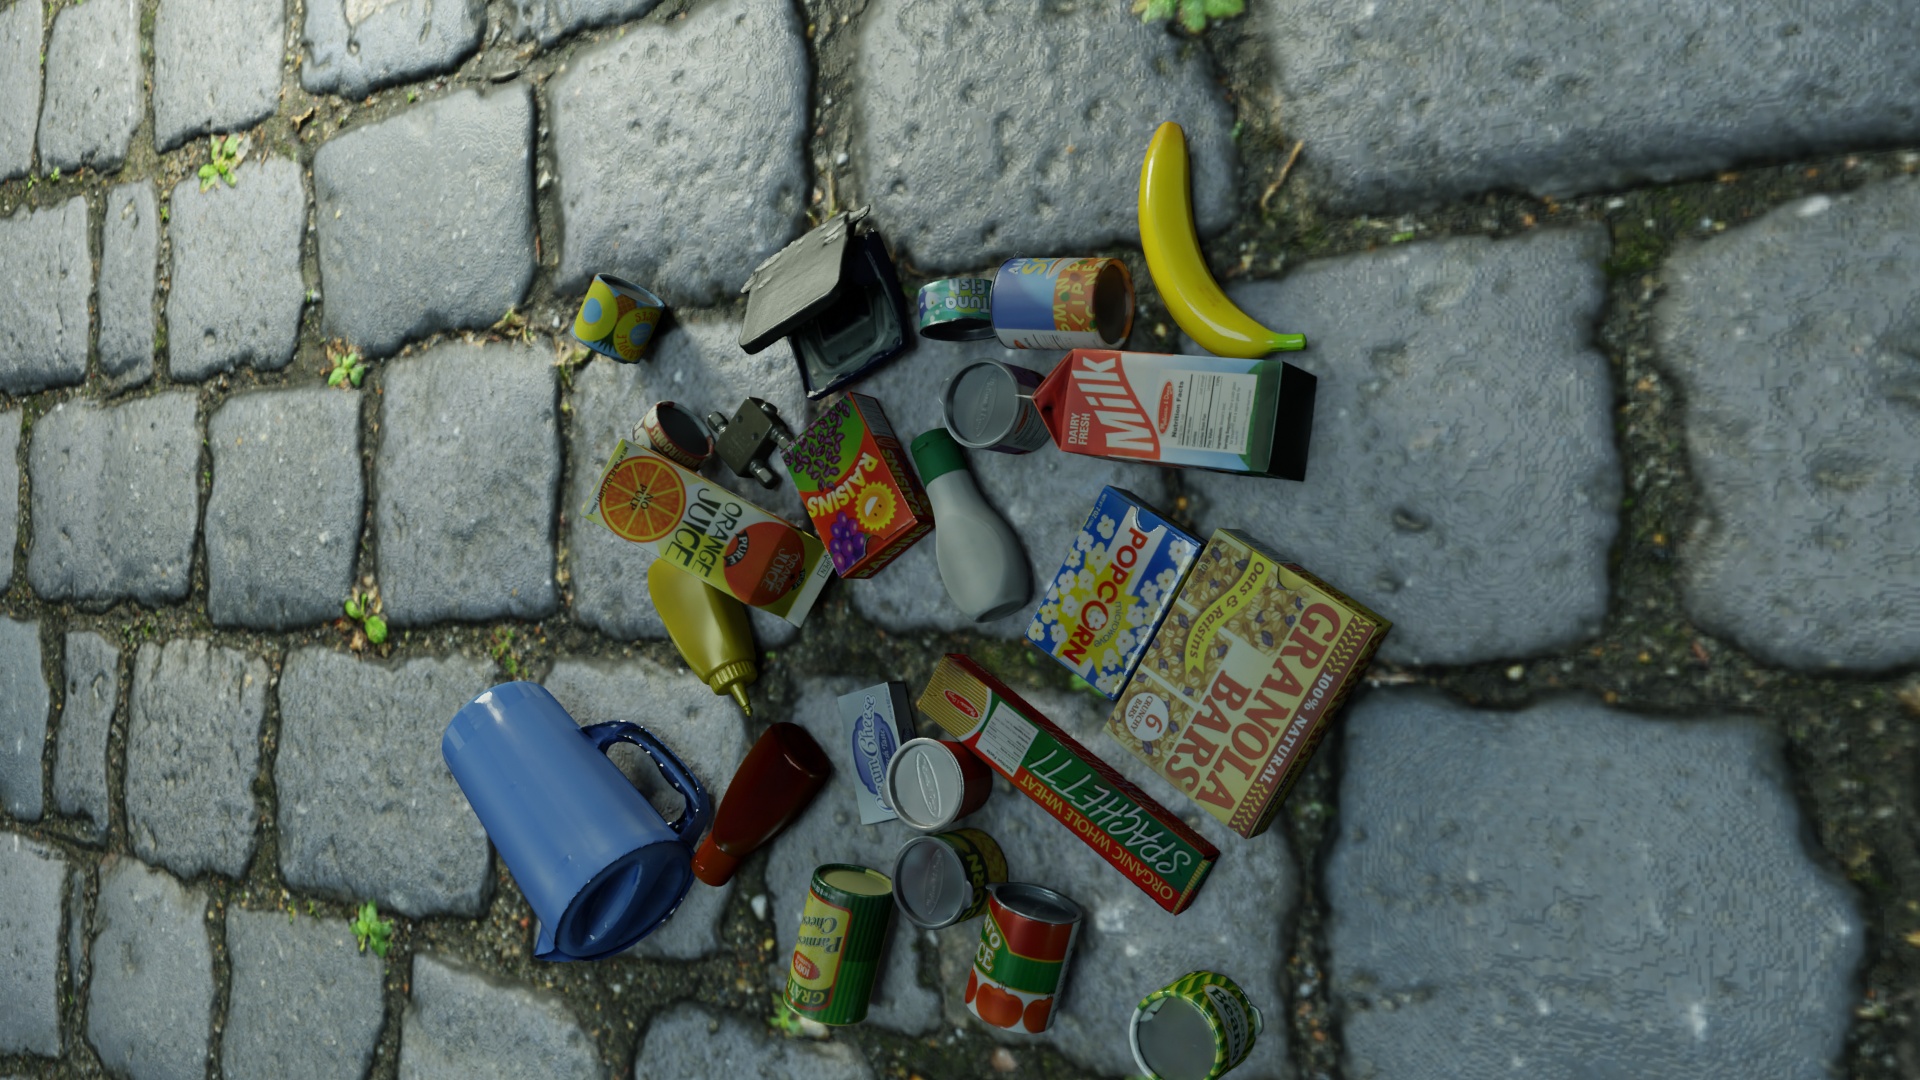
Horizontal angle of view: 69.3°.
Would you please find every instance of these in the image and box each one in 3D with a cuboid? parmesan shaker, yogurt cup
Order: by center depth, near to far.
[{"bbox_3d":[-0.013,0.179,1.029,0.072,0.054,0.072,-2,86,33],"label":"yogurt cup"},{"bbox_3d":[-0.094,0.307,1.066,0.071,0.071,0.103,16,96,33],"label":"parmesan shaker"}]

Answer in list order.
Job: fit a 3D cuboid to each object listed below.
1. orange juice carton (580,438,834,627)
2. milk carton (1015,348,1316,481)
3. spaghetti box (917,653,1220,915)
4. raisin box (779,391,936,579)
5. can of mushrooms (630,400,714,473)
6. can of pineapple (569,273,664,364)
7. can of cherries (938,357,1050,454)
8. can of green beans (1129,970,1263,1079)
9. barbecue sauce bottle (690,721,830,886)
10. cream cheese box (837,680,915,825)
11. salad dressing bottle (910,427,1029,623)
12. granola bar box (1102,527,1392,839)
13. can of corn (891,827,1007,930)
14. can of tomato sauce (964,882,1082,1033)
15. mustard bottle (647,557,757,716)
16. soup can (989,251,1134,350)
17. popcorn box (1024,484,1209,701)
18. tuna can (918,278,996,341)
[{"bbox_3d":[-0.196,-0.005,1.116,0.193,0.073,0.072,28,89,2],"label":"orange juice carton"},{"bbox_3d":[0.135,-0.087,0.941,0.190,0.072,0.073,9,92,32],"label":"milk carton"},{"bbox_3d":[0.072,0.168,0.989,0.250,0.029,0.050,36,106,30],"label":"spaghetti box"},{"bbox_3d":[-0.080,-0.042,1.096,0.086,0.040,0.123,-37,69,25],"label":"raisin box"},{"bbox_3d":[-0.245,-0.084,1.187,0.033,0.071,0.071,-39,67,24],"label":"can of mushrooms"},{"bbox_3d":[-0.303,-0.197,1.234,0.071,0.071,0.057,37,106,29],"label":"can of pineapple"},{"bbox_3d":[0.028,-0.099,1.019,0.071,0.058,0.071,-1,87,33],"label":"can of cherries"},{"bbox_3d":[0.152,0.322,0.910,0.071,0.058,0.071,-2,86,33],"label":"can of green beans"},{"bbox_3d":[-0.168,0.220,1.133,0.065,0.044,0.148,47,112,26],"label":"barbecue sauce bottle"},{"bbox_3d":[-0.060,0.165,1.078,0.053,0.024,0.104,-20,76,32],"label":"cream cheese box"},{"bbox_3d":[0.004,-0.013,1.038,0.064,0.044,0.148,-32,69,29],"label":"salad dressing bottle"},{"bbox_3d":[0.185,0.092,0.915,0.124,0.039,0.165,35,106,29],"label":"granola bar box"},{"bbox_3d":[-0.005,0.247,1.017,0.071,0.058,0.071,-2,86,33],"label":"can of corn"},{"bbox_3d":[0.042,0.292,0.977,0.071,0.071,0.083,18,97,32],"label":"can of tomato sauce"},{"bbox_3d":[-0.208,0.079,1.164,0.065,0.049,0.160,-35,69,20],"label":"mustard bottle"},{"bbox_3d":[0.073,-0.171,0.989,0.084,0.071,0.071,6,91,33],"label":"soup can"},{"bbox_3d":[0.111,0.037,0.968,0.085,0.038,0.126,35,106,31],"label":"popcorn box"},{"bbox_3d":[0.002,-0.172,1.033,0.071,0.071,0.033,-6,84,33],"label":"tuna can"}]
